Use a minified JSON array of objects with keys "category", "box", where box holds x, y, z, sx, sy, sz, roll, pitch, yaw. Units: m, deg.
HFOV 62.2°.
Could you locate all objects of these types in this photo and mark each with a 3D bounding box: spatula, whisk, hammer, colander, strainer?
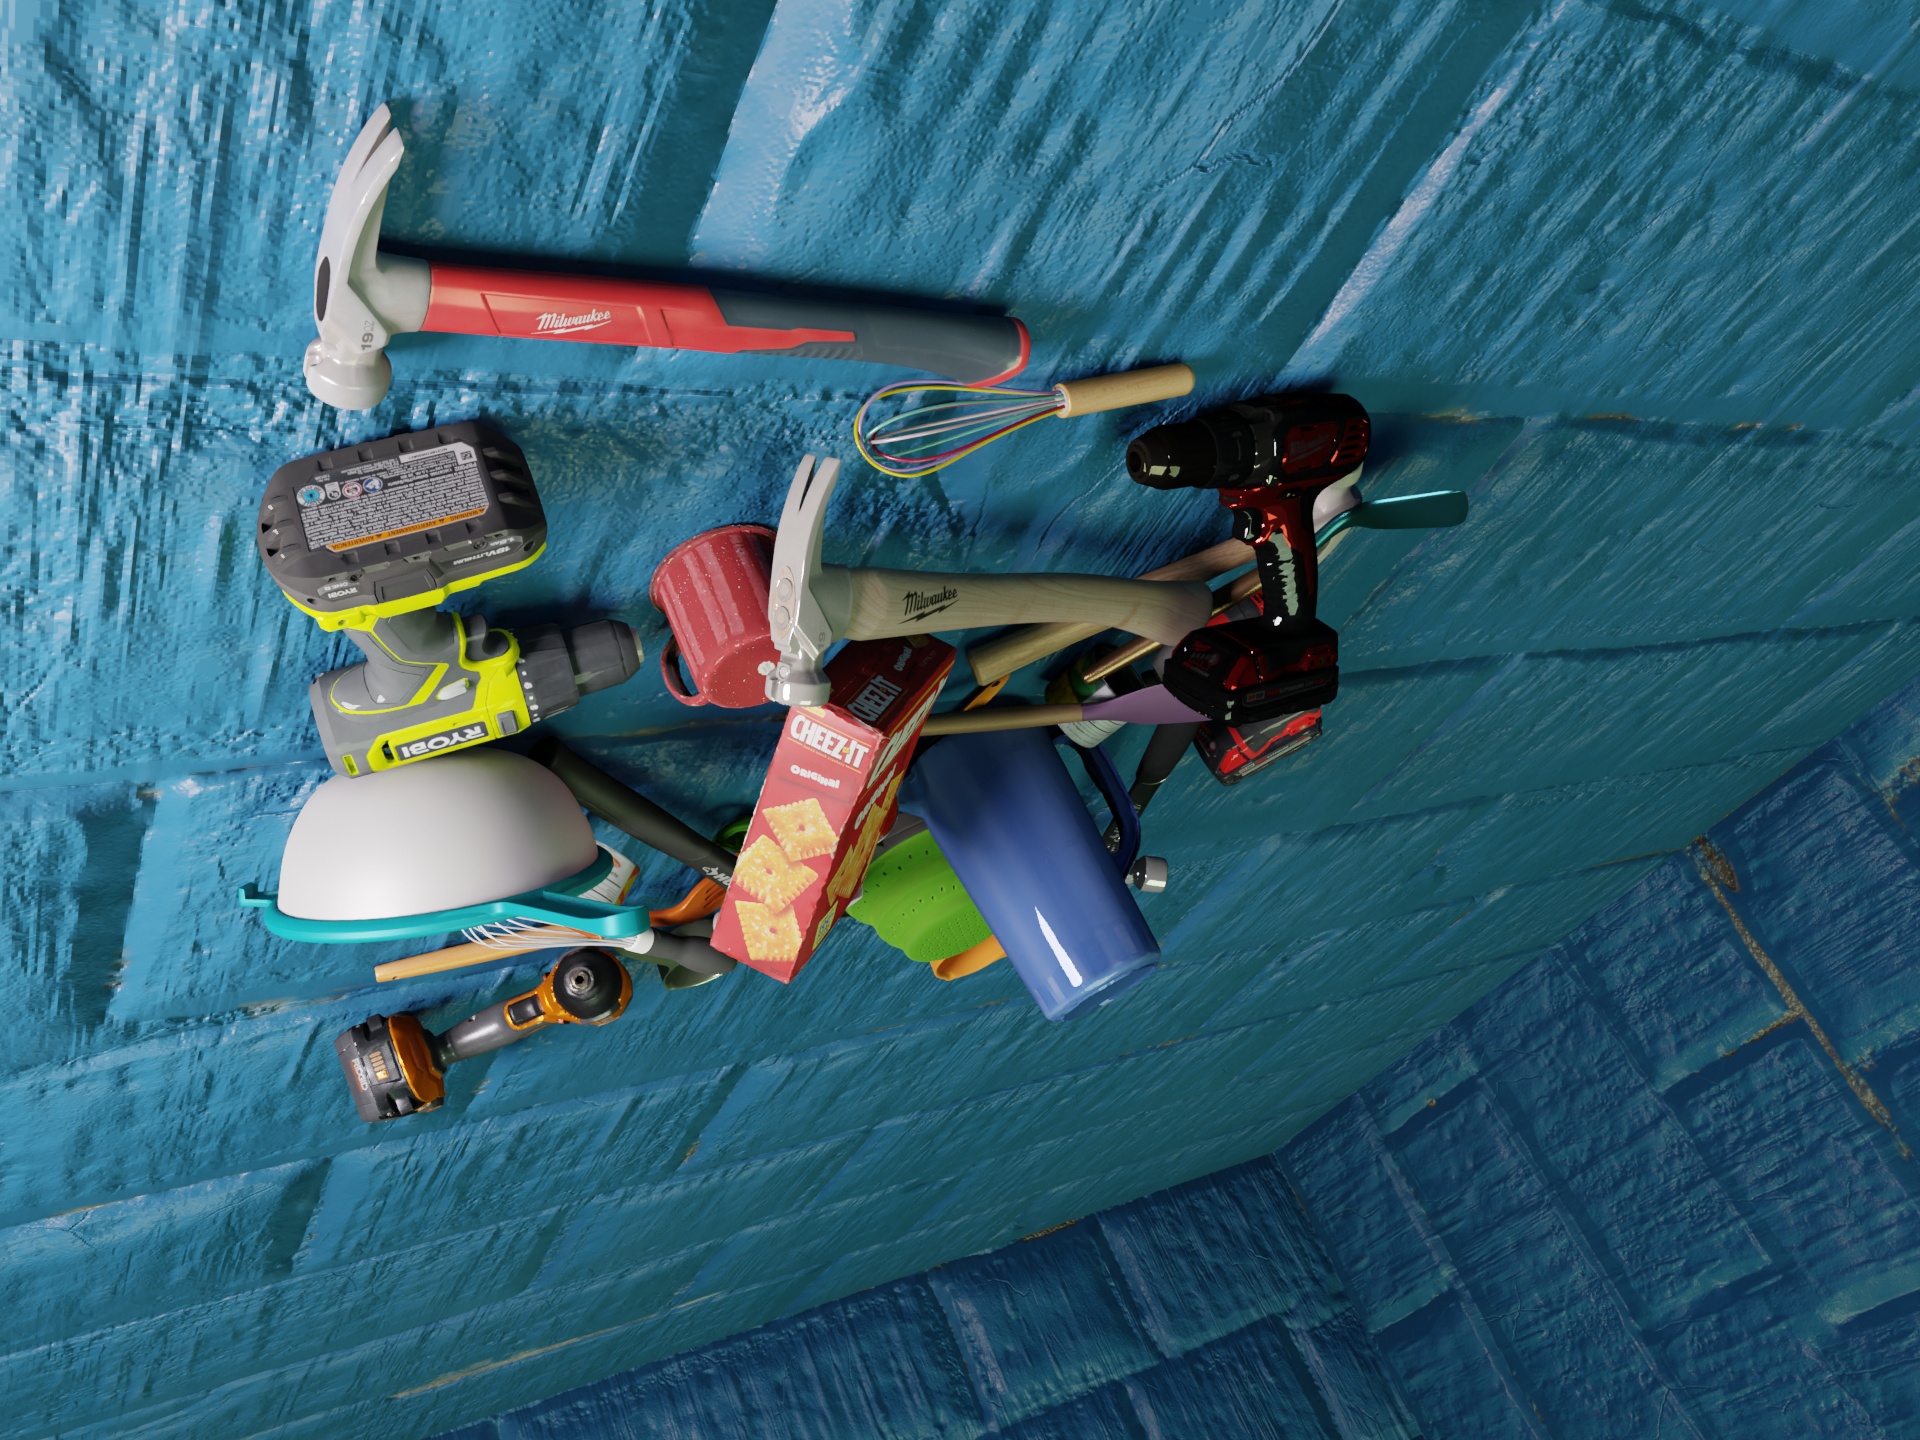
[{"category":"spatula","box":[-0.314,0.164,1.309,0.322,0.041,0.081,-11,148,-20]},{"category":"whisk","box":[-0.279,0.166,1.259,0.070,0.070,0.284,-39,142,22]},{"category":"hammer","box":[-0.205,0.092,1.200,0.146,0.035,0.334,-19,147,20]},{"category":"spatula","box":[0.237,-0.102,1.228,0.317,0.044,0.082,-30,163,10]},{"category":"spatula","box":[0.070,-0.006,1.251,0.316,0.018,0.059,-5,146,-3]},{"category":"hammer","box":[0.162,0.055,1.428,0.149,0.036,0.408,8,150,-6]},{"category":"whisk","box":[0.044,-0.189,0.978,0.245,0.047,0.051,-16,150,-27]},{"category":"colander","box":[-0.063,0.146,1.406,0.204,0.095,0.396,-40,151,23]},{"category":"hammer","box":[-0.117,-0.213,0.799,0.386,0.038,0.143,-5,145,-35]},{"category":"strainer","box":[-0.287,0.067,0.950,0.211,0.095,0.340,-13,-170,-41]},{"category":"hammer","box":[0.041,-0.090,1.064,0.410,0.038,0.146,-4,106,-46]},{"category":"hammer","box":[0.160,-0.105,1.239,0.331,0.031,0.130,-24,153,-3]}]

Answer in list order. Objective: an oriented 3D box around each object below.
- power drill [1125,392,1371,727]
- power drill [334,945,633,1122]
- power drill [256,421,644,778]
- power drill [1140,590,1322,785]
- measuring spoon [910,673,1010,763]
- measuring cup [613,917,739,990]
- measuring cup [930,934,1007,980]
[{"category":"power drill","box":[0.195,-0.115,1.120,0.188,0.080,0.226,-12,117,-27]},{"category":"power drill","box":[-0.381,0.248,1.297,0.226,0.084,0.164,-22,171,-13]},{"category":"power drill","box":[-0.278,-0.059,0.887,0.190,0.080,0.228,-17,154,-16]},{"category":"power drill","box":[0.240,-0.030,1.397,0.143,0.079,0.219,-29,150,4]},{"category":"measuring spoon","box":[-0.002,-0.004,1.301,0.117,0.011,0.021,-43,155,23]},{"category":"measuring cup","box":[-0.256,0.195,1.391,0.083,0.038,0.167,-33,153,13]},{"category":"measuring cup","box":[0.034,0.226,1.690,0.173,0.052,0.095,-1,144,-43]}]
